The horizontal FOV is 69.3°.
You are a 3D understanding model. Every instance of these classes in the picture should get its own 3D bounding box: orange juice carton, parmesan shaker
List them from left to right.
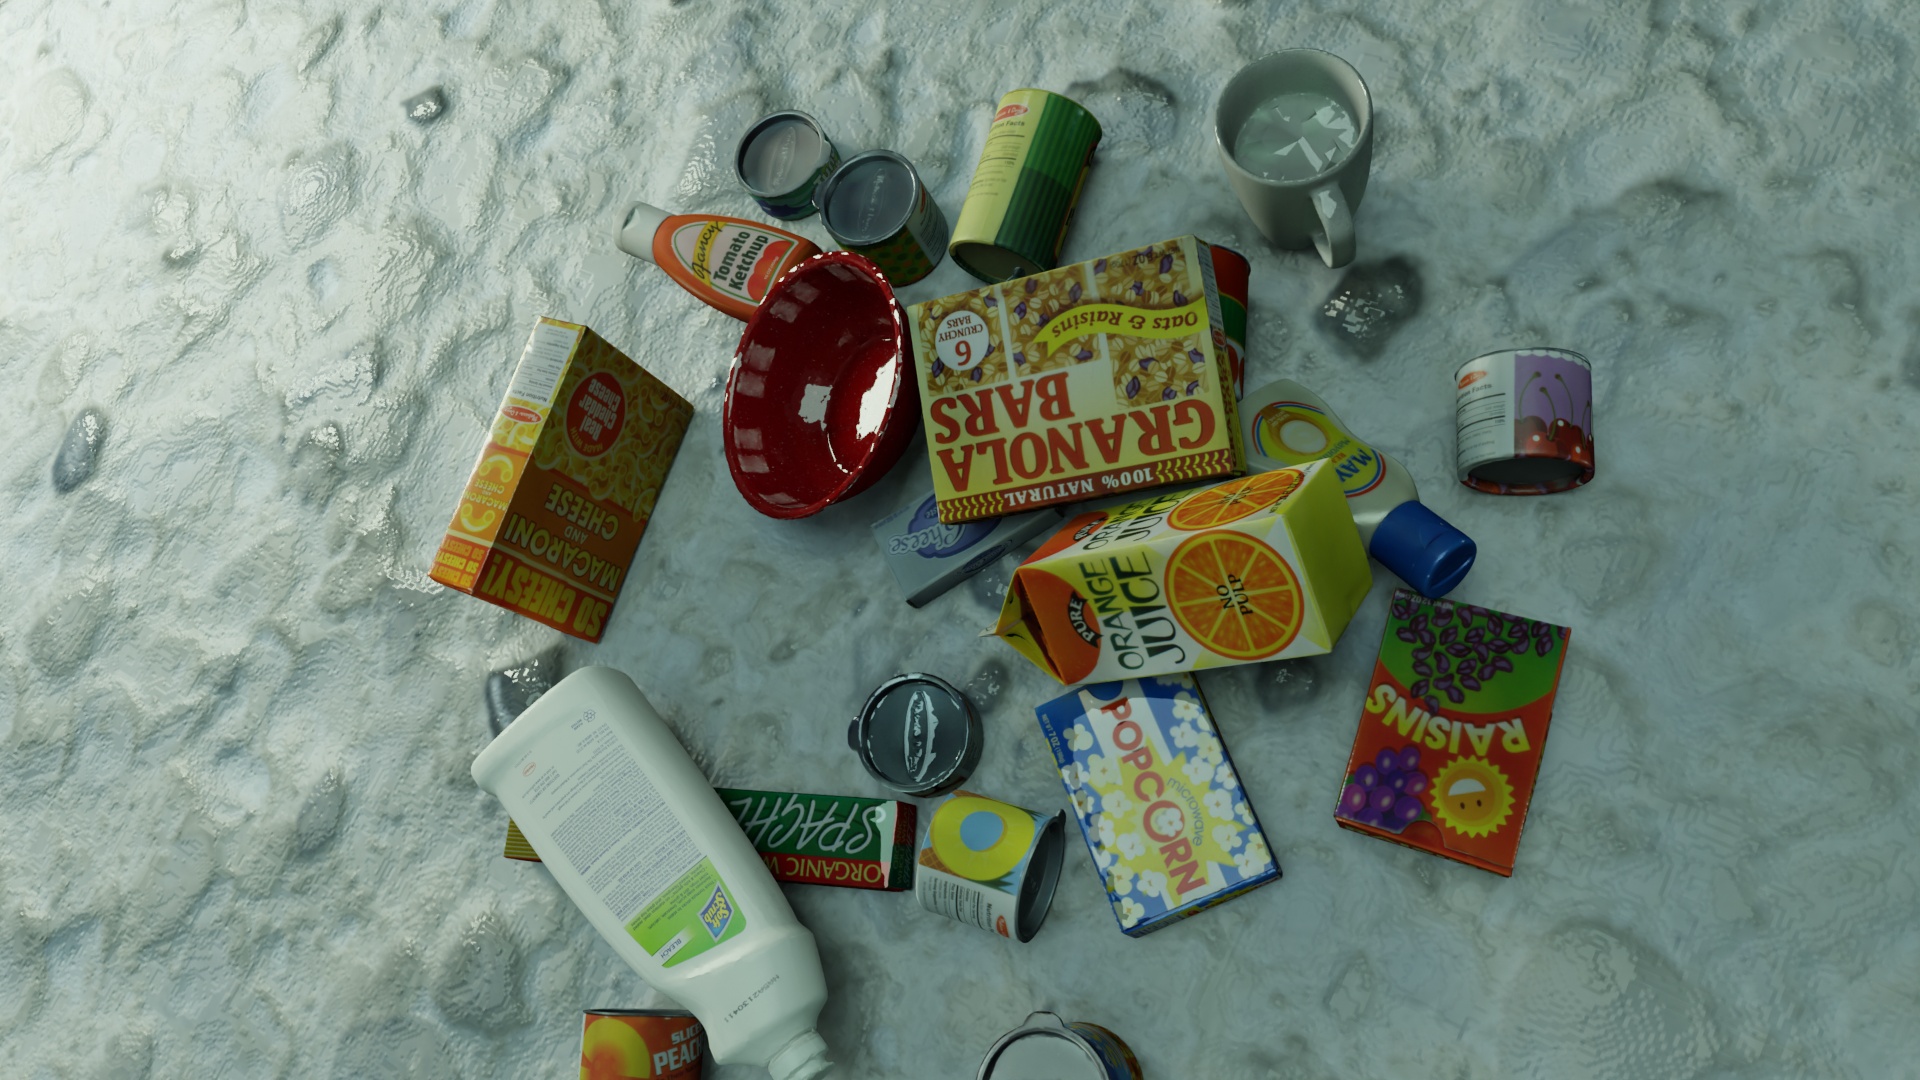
[{"bbox_3d":[0.038,-0.211,0.845,0.071,0.071,0.103,14,78,22],"label":"parmesan shaker"},{"bbox_3d":[0.101,0.021,0.708,0.192,0.072,0.073,-12,107,38],"label":"orange juice carton"}]

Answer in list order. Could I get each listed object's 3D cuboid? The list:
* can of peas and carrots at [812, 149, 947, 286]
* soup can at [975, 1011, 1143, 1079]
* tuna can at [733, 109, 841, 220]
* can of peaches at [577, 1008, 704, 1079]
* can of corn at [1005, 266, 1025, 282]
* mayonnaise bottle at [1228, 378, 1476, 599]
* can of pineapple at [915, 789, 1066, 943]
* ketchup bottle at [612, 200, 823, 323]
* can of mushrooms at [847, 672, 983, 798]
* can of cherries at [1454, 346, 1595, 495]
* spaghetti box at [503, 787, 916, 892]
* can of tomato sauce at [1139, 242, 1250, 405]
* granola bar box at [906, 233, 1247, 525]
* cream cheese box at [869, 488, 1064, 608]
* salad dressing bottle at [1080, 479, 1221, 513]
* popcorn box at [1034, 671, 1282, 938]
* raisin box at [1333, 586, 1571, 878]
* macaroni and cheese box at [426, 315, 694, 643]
[{"bbox_3d":[-0.050,-0.201,0.872,0.071,0.058,0.071,-6,71,17],"label":"can of peas and carrots"},{"bbox_3d":[0.050,0.264,0.670,0.071,0.083,0.071,-5,71,16],"label":"soup can"},{"bbox_3d":[-0.112,-0.249,0.923,0.071,0.032,0.071,-6,71,17],"label":"tuna can"},{"bbox_3d":[-0.170,0.283,0.746,0.071,0.071,0.058,-4,72,17],"label":"can of peaches"},{"bbox_3d":[0.053,-0.118,0.806,0.058,0.071,0.071,16,78,21],"label":"can of corn"},{"bbox_3d":[0.199,-0.027,0.722,0.065,0.041,0.148,-33,50,-14],"label":"mayonnaise bottle"},{"bbox_3d":[0.017,0.167,0.724,0.058,0.071,0.071,12,77,22],"label":"can of pineapple"},{"bbox_3d":[-0.162,-0.186,0.913,0.149,0.043,0.065,24,81,24],"label":"ketchup bottle"},{"bbox_3d":[-0.024,0.109,0.774,0.071,0.033,0.071,-5,72,16],"label":"can of mushrooms"},{"bbox_3d":[0.290,-0.059,0.710,0.071,0.071,0.058,-1,73,18],"label":"can of cherries"},{"bbox_3d":[-0.147,0.167,0.798,0.250,0.028,0.050,0,74,18],"label":"spaghetti box"},{"bbox_3d":[0.126,-0.116,0.780,0.071,0.071,0.083,1,73,19],"label":"can of tomato sauce"},{"bbox_3d":[0.061,-0.082,0.743,0.165,0.039,0.124,-10,87,25],"label":"granola bar box"},{"bbox_3d":[0.003,-0.010,0.810,0.104,0.024,0.053,-32,66,6],"label":"cream cheese box"},{"bbox_3d":[0.136,-0.004,0.754,0.148,0.044,0.064,32,92,23],"label":"salad dressing bottle"},{"bbox_3d":[0.102,0.131,0.723,0.085,0.038,0.127,-26,66,10],"label":"popcorn box"},{"bbox_3d":[0.243,0.094,0.688,0.086,0.040,0.123,15,78,21],"label":"raisin box"},{"bbox_3d":[-0.237,-0.033,0.842,0.040,0.123,0.167,15,78,25],"label":"macaroni and cheese box"}]
